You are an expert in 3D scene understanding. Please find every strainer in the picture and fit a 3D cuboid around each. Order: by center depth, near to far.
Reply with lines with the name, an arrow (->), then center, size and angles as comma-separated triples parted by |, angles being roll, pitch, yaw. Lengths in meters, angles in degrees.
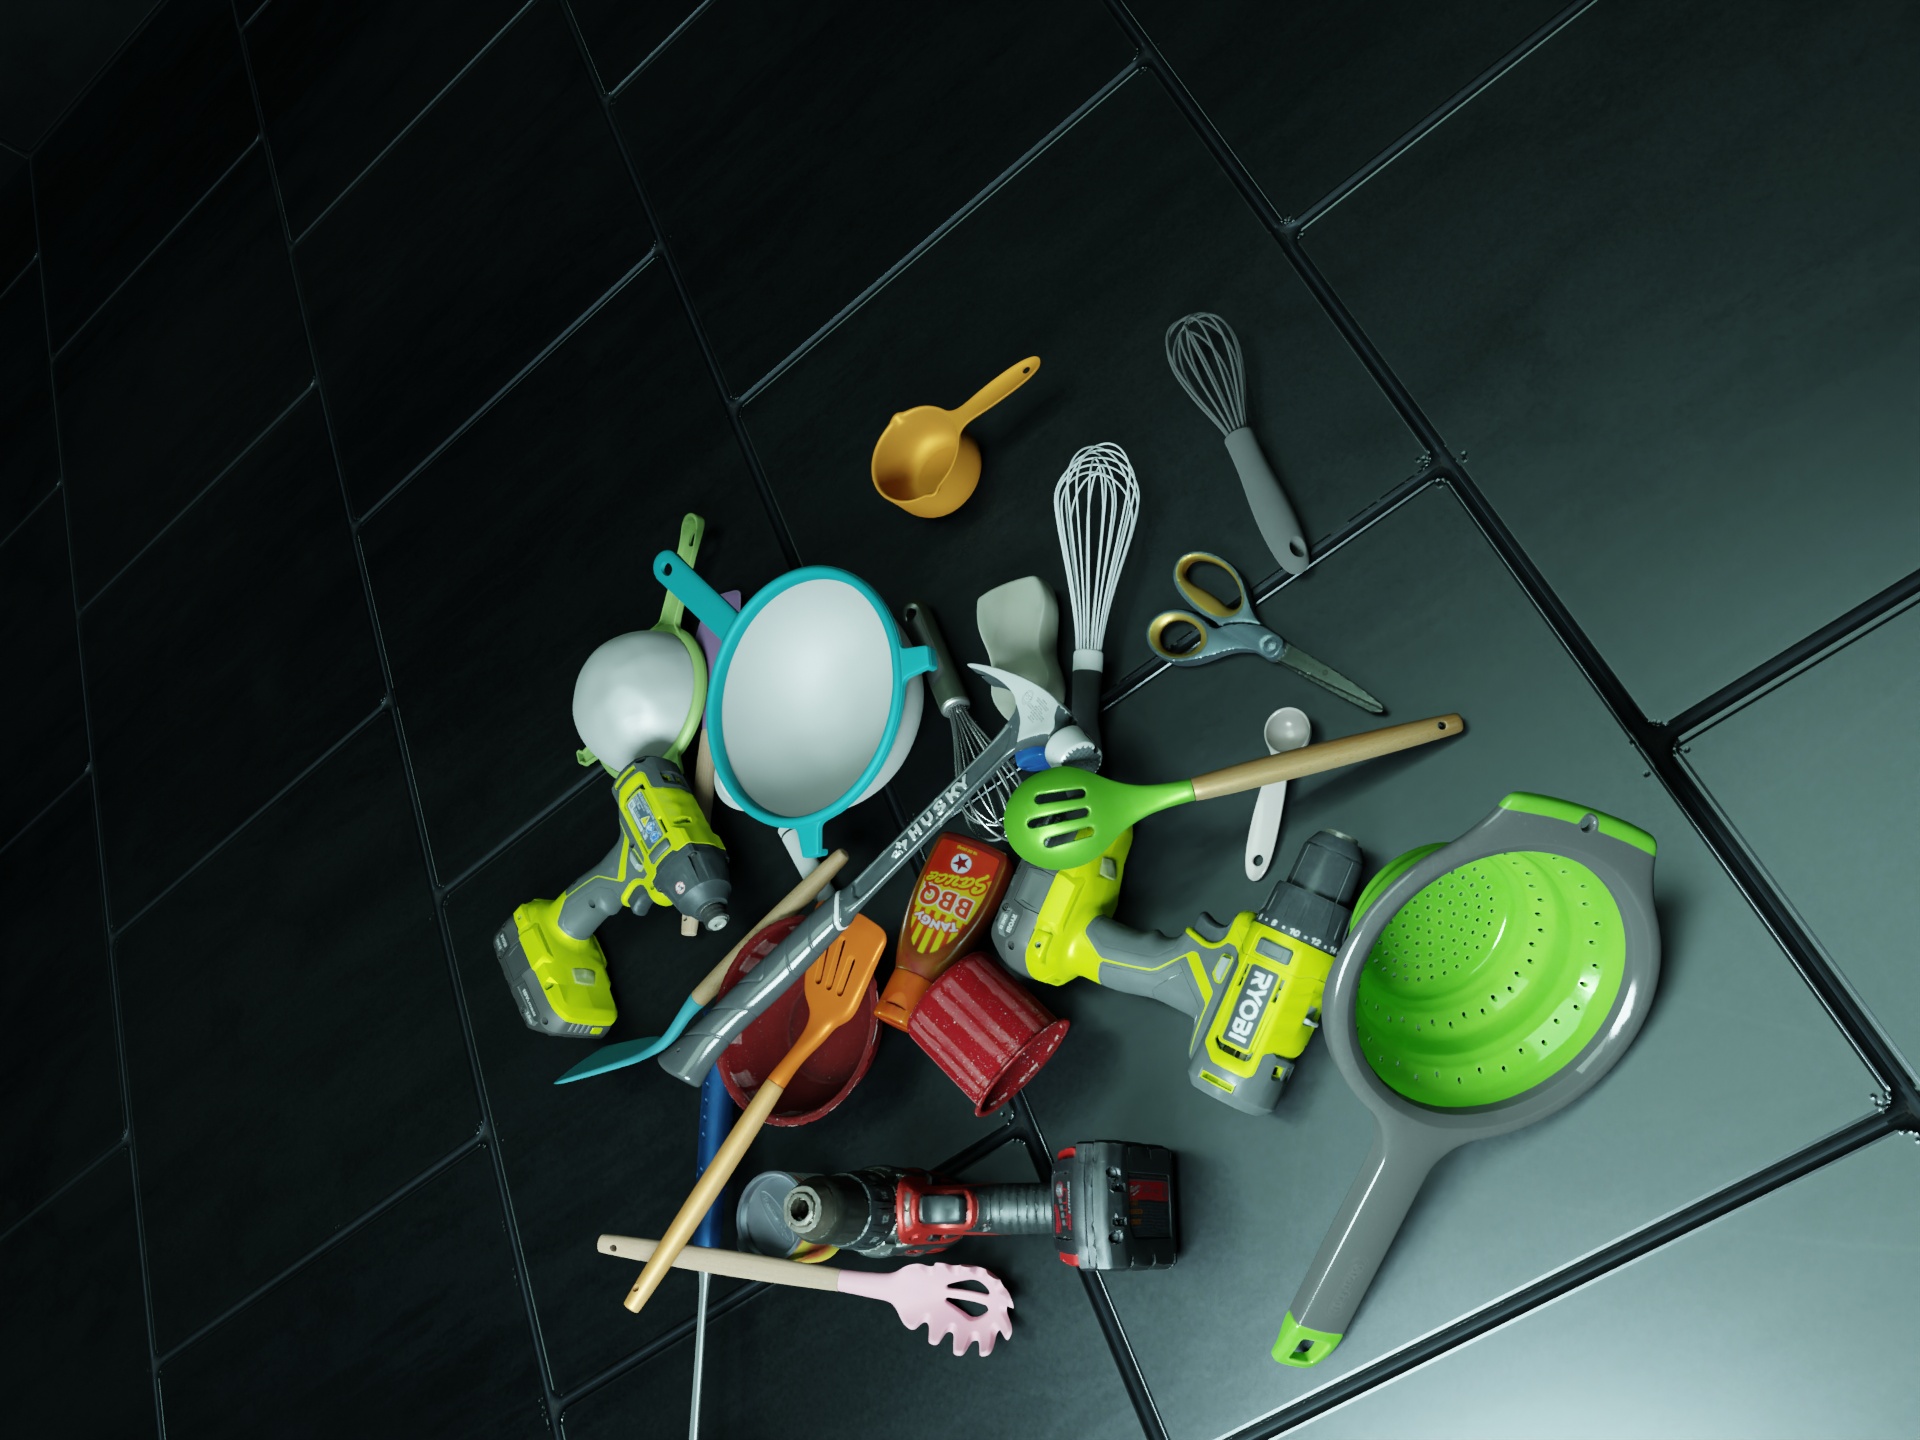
strainer -> -0.145, 0.084, 1.328 | 0.087, 0.050, 0.259 | -34, 61, 3
strainer -> -0.141, -0.047, 1.330 | 0.341, 0.095, 0.211 | 41, 107, 37
strainer -> -0.291, -0.073, 1.446 | 0.151, 0.069, 0.256 | 7, 81, 42

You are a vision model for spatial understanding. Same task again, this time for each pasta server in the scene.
pasta server -> -0.115, 0.399, 1.140 | 0.316, 0.040, 0.060 | 5, 88, 12

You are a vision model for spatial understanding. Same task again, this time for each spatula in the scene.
spatula -> -0.155, 0.284, 1.169 | 0.081, 0.041, 0.323 | 20, 71, 43
spatula -> -0.207, 0.204, 1.304 | 0.044, 0.082, 0.317 | 47, 106, 4
spatula -> -0.226, 0.034, 1.410 | 0.060, 0.018, 0.316 | -13, 66, 37

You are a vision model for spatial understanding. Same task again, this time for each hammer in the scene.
hammer -> -0.077, 0.122, 1.175 | 0.409, 0.036, 0.149 | -45, 41, 7
hammer -> -0.193, 0.421, 1.214 | 0.144, 0.035, 0.406 | 120, 154, -62

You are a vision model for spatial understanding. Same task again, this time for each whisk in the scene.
whisk -> 0.212, -0.211, 1.191 | 0.055, 0.055, 0.239 | -28, 65, 23
whisk -> 0.100, -0.076, 1.211 | 0.070, 0.070, 0.285 | -3, 77, 33
whisk -> -0.002, -0.004, 1.258 | 0.057, 0.059, 0.247 | -44, 50, 28

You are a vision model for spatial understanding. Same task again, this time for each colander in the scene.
colander -> 0.271, 0.212, 0.973 | 0.095, 0.204, 0.397 | -118, 48, -67

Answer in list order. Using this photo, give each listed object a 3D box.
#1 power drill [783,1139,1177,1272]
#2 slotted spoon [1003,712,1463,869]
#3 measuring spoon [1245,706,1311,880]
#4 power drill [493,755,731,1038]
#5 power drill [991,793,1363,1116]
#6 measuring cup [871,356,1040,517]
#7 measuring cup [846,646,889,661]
power drill -> 0.012, 0.323, 1.053 | 0.227, 0.187, 0.080 | -10, 70, 26
slotted spoon -> 0.181, 0.038, 1.069 | 0.314, 0.031, 0.070 | -14, 83, 5
measuring spoon -> 0.221, 0.052, 1.114 | 0.034, 0.018, 0.124 | 13, 88, 37
power drill -> -0.290, 0.163, 1.358 | 0.223, 0.080, 0.171 | -47, 55, 18
power drill -> 0.152, 0.137, 1.091 | 0.229, 0.080, 0.190 | 22, 87, 34
measuring cup -> 0.008, -0.238, 1.329 | 0.173, 0.052, 0.095 | -35, 58, 17
measuring cup -> -0.121, -0.070, 1.368 | 0.157, 0.029, 0.062 | 10, 80, 37
